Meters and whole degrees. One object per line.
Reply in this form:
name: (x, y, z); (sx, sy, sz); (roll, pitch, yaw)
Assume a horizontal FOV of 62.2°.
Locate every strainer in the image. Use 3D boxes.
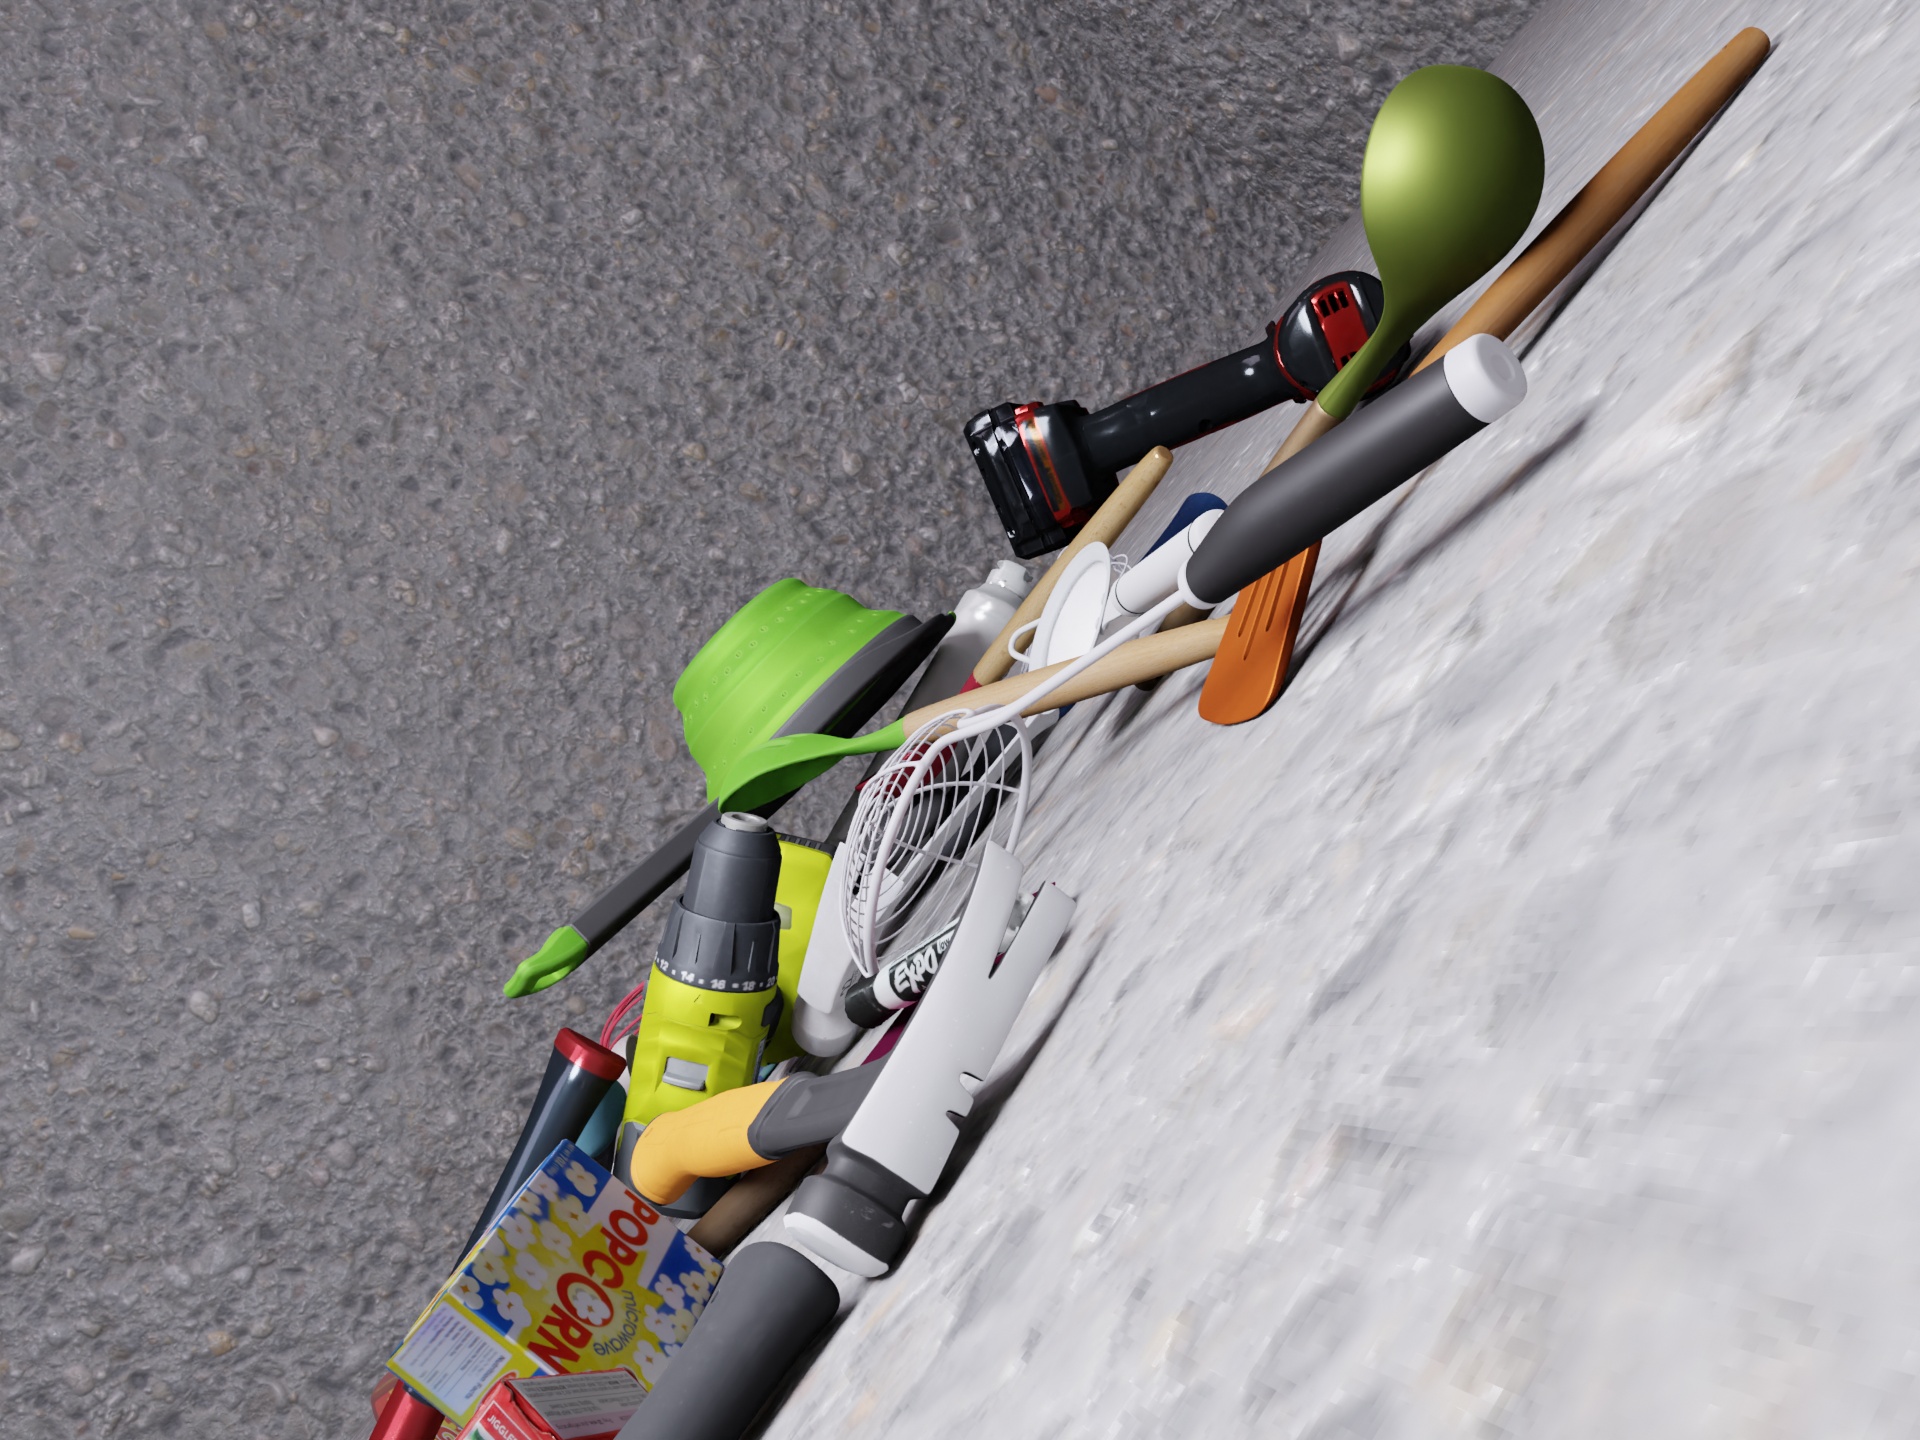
strainer: (0.075, -0.052, 0.698); (0.258, 0.050, 0.087); (145, 140, -75)

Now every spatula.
spatula: (0.188, -0.128, 0.569); (0.322, 0.041, 0.081); (-46, 5, -6)

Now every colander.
colander: (-0.149, 0.016, 0.930); (0.204, 0.094, 0.397); (-47, -2, 41)

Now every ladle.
ladle: (0.135, -0.121, 0.662); (0.078, 0.062, 0.320); (-17, -27, -33)
ladle: (0.025, -0.040, 0.859); (0.069, 0.031, 0.315); (-33, -12, -44)

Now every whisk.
whisk: (-0.118, 0.139, 0.987); (0.296, 0.073, 0.073); (-41, 4, 12)
whisk: (0.049, -0.017, 1.043); (0.285, 0.070, 0.070); (-59, 7, -36)

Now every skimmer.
skimmer: (0.065, 0.001, 0.555); (0.363, 0.090, 0.127); (-36, 7, 48)

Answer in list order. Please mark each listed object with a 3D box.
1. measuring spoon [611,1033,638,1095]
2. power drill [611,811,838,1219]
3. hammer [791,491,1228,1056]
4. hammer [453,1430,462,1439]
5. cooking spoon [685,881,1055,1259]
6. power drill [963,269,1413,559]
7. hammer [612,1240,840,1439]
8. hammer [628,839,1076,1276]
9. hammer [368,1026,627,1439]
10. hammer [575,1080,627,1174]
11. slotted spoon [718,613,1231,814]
measuring spoon: (-0.166, 0.217, 0.873); (0.018, 0.124, 0.034); (-15, 40, 6)
power drill: (-0.115, 0.129, 0.841); (0.228, 0.080, 0.190); (-58, -20, -83)
hammer: (0.042, -0.002, 0.851); (0.406, 0.035, 0.144); (-49, -16, -35)
hammer: (-0.293, 0.426, 0.750); (0.410, 0.038, 0.146); (-50, 1, 3)
cooking spoon: (-0.060, 0.167, 0.630); (0.318, 0.017, 0.069); (-48, 5, 30)
power drill: (0.131, -0.169, 0.854); (0.226, 0.080, 0.188); (-22, 4, 17)
hammer: (-0.137, 0.267, 0.365); (0.335, 0.035, 0.146); (-51, 2, -24)
hammer: (-0.066, 0.140, 0.585); (0.127, 0.034, 0.337); (-59, 10, -28)
hammer: (-0.231, 0.296, 0.649); (0.143, 0.038, 0.387); (-49, 15, 43)
hammer: (-0.219, 0.281, 0.915); (0.128, 0.033, 0.330); (-52, -8, -34)
slotted spoon: (-0.001, -0.002, 0.720); (0.314, 0.031, 0.070); (-17, -2, 39)
